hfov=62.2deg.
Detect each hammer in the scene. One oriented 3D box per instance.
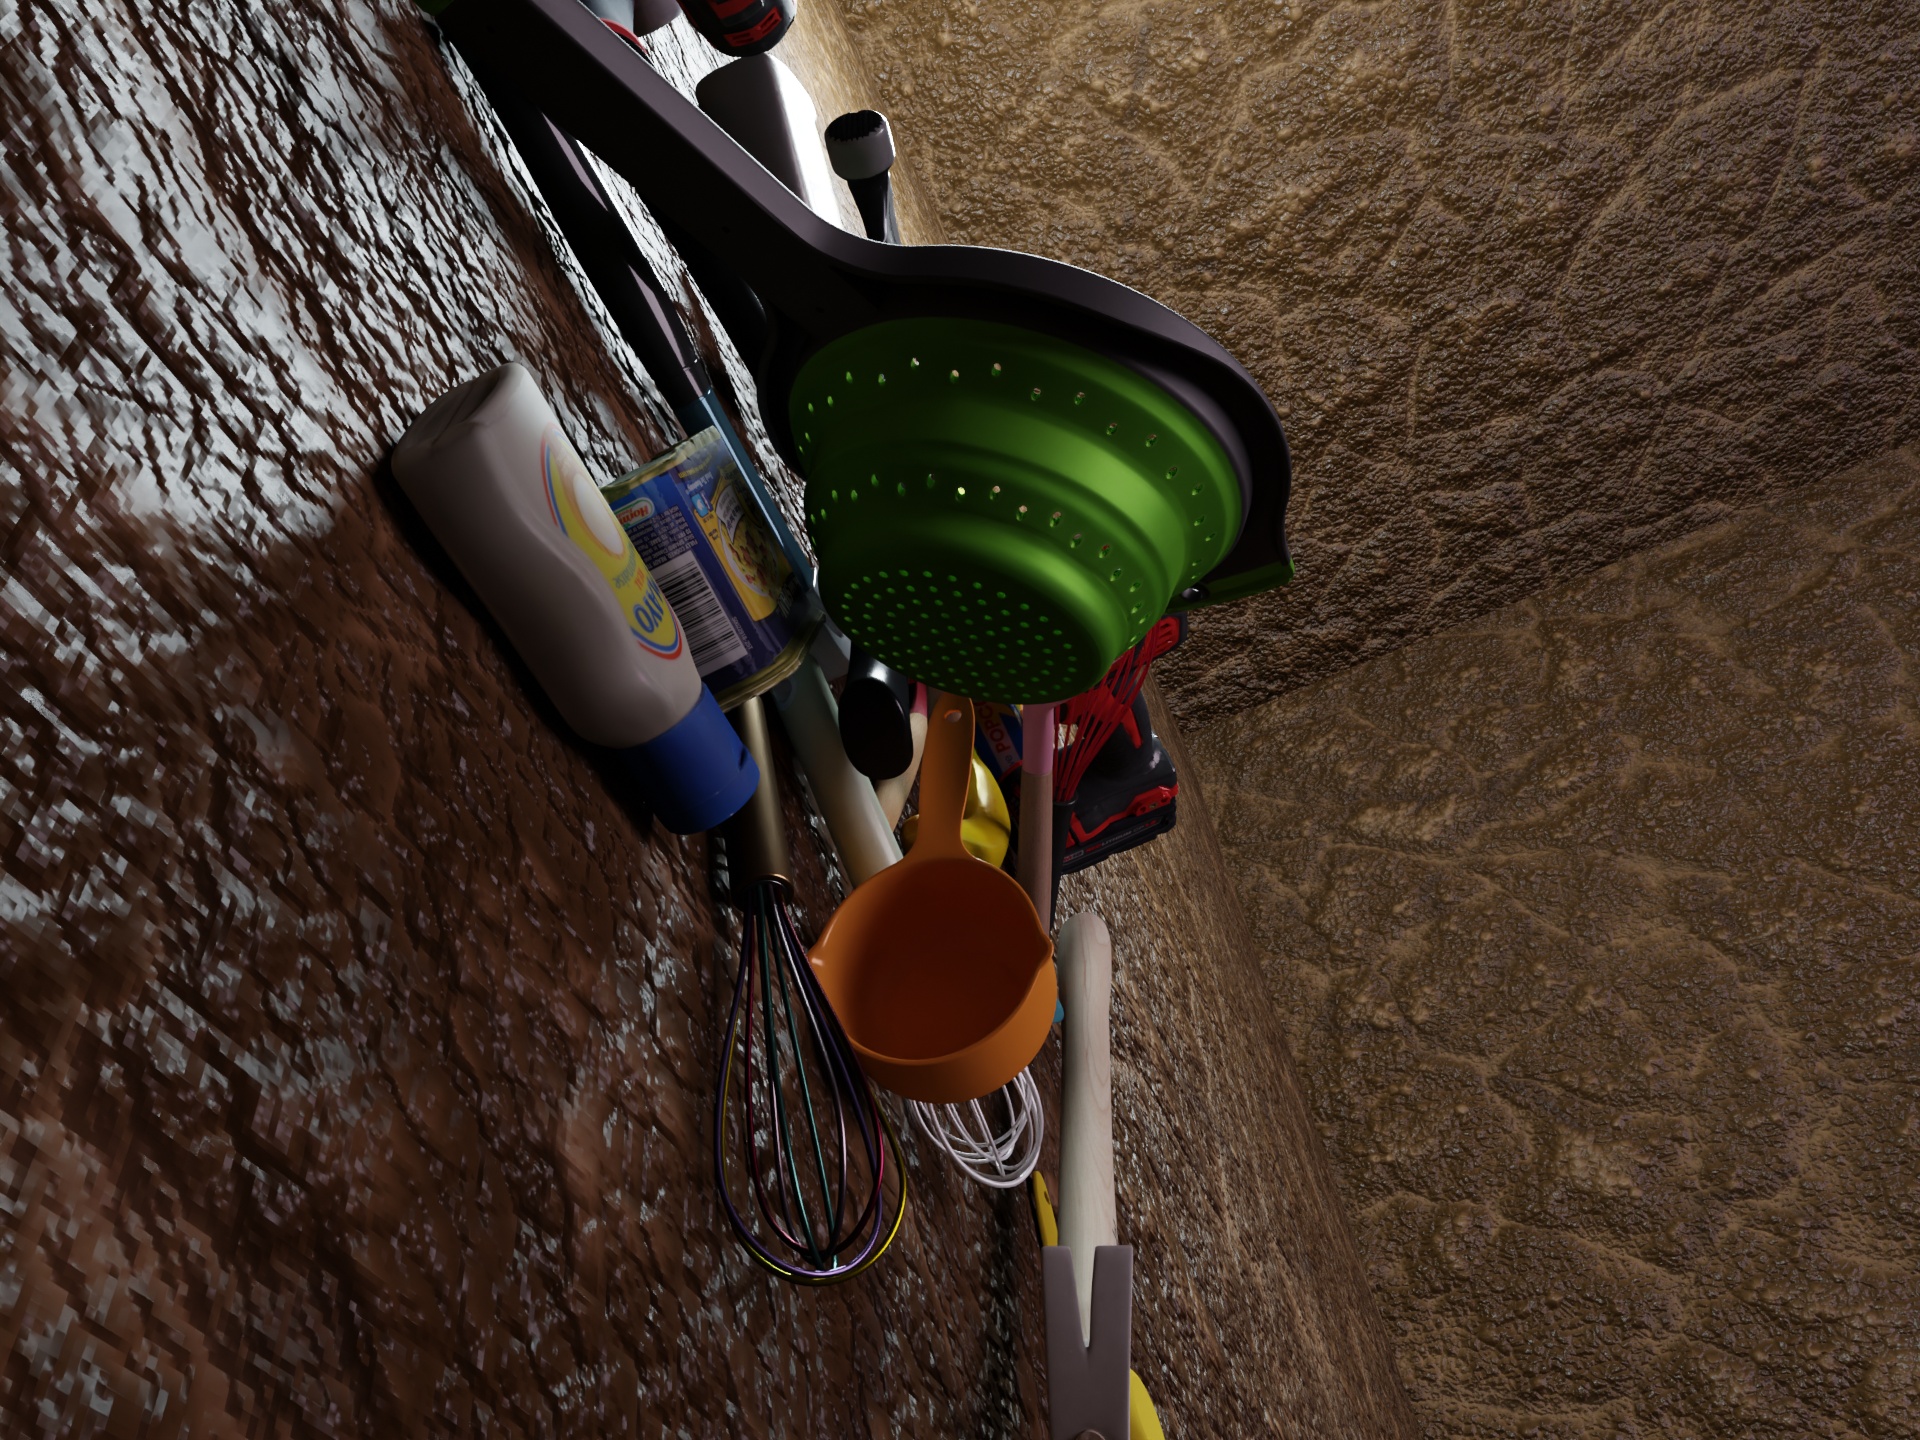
[{"bbox_3d":[-0.125,-0.155,0.698,0.128,0.033,0.330,-95,160,-61],"label":"hammer"},{"bbox_3d":[-0.039,-0.136,0.791,0.149,0.036,0.409,74,10,-48],"label":"hammer"},{"bbox_3d":[0.059,0.187,0.749,0.411,0.038,0.146,-79,167,-70],"label":"hammer"},{"bbox_3d":[-0.180,-0.371,0.767,0.143,0.038,0.387,59,8,-34],"label":"hammer"},{"bbox_3d":[-0.109,-0.206,0.712,0.146,0.035,0.334,61,1,8],"label":"hammer"}]

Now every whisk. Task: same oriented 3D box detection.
[{"bbox_3d":[-0.027,0.079,0.672,0.059,0.058,0.246,-10,71,-48],"label":"whisk"},{"bbox_3d":[-0.059,0.075,0.527,0.051,0.047,0.245,56,12,-43],"label":"whisk"},{"bbox_3d":[0.055,0.024,0.862,0.073,0.073,0.295,-97,-166,-55],"label":"whisk"}]

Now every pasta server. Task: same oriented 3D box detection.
[{"bbox_3d":[0.045,0.044,0.803,0.060,0.040,0.316,-125,-151,-52],"label":"pasta server"}]

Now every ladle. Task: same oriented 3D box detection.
[{"bbox_3d":[-0.029,0.010,0.865,0.315,0.031,0.069,-75,146,-71],"label":"ladle"}]

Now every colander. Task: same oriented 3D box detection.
[{"bbox_3d":[-0.044,-0.108,0.541,0.396,0.204,0.095,35,61,-34],"label":"colander"}]

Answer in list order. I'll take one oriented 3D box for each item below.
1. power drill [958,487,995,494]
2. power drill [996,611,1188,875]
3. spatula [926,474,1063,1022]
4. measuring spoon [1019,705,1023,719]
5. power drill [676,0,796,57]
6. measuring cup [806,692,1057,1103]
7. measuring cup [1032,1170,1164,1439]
[{"bbox_3d":[-0.021,-0.143,1.082,0.171,0.080,0.223,48,16,-32],"label":"power drill"},{"bbox_3d":[0.070,0.002,1.000,0.219,0.143,0.079,81,-17,-51],"label":"power drill"},{"bbox_3d":[-0.001,-0.003,0.784,0.082,0.044,0.318,11,61,-24],"label":"spatula"},{"bbox_3d":[0.057,-0.004,1.140,0.117,0.011,0.021,-6,74,-79],"label":"measuring spoon"},{"bbox_3d":[-0.166,-0.475,0.815,0.227,0.080,0.188,66,8,8],"label":"power drill"},{"bbox_3d":[-0.004,0.068,0.631,0.052,0.095,0.174,69,20,-49],"label":"measuring cup"},{"bbox_3d":[0.063,0.281,0.743,0.062,0.029,0.157,55,16,-50],"label":"measuring cup"}]
